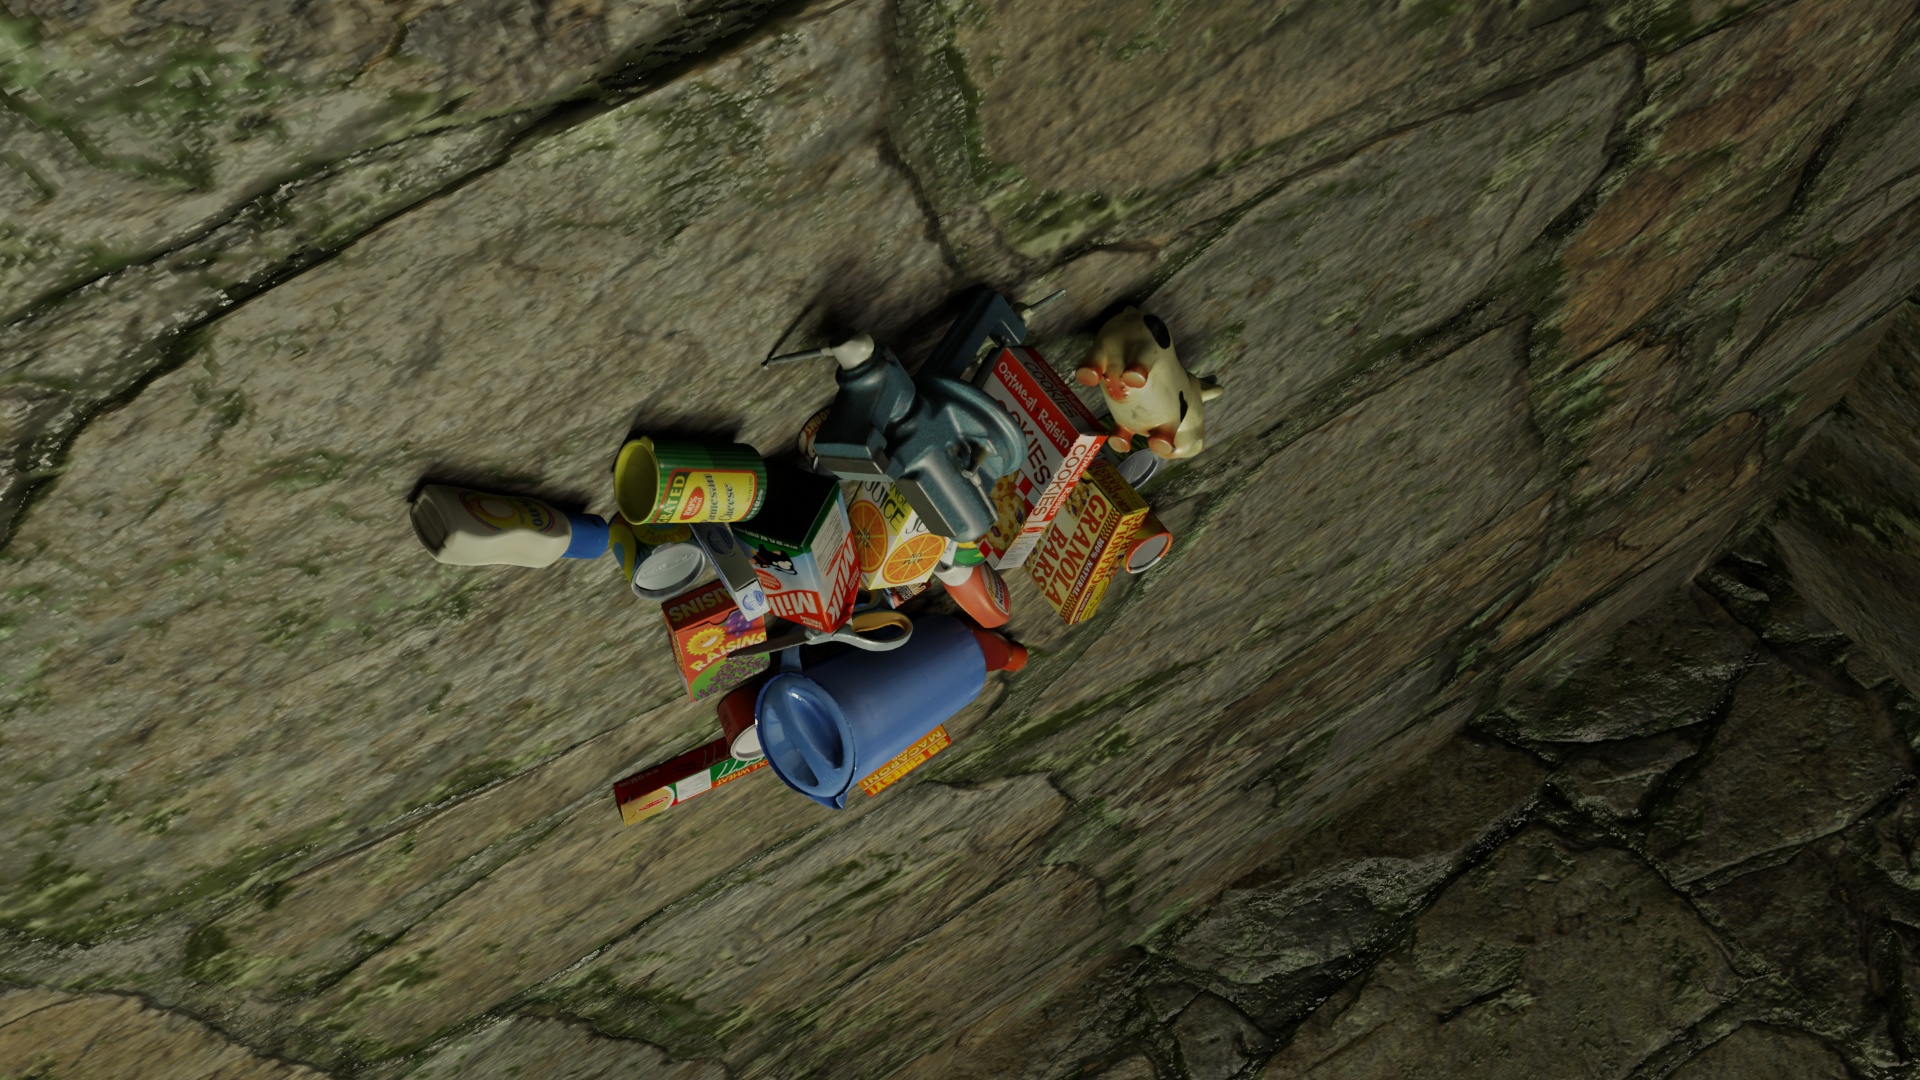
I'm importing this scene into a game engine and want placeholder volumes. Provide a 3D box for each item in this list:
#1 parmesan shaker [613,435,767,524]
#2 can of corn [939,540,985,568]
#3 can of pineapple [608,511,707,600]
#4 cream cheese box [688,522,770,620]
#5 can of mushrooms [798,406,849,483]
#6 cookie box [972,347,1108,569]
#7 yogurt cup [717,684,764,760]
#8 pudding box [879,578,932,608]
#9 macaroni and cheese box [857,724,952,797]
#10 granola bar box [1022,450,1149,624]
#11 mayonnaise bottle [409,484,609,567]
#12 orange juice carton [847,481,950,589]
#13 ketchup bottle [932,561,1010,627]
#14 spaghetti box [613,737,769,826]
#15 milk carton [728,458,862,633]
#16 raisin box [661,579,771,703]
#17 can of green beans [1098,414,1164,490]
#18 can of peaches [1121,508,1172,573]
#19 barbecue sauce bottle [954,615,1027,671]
[{"bbox_3d":[-0.213,-0.049,1.105,0.103,0.071,0.071,-2,135,-44],"label":"parmesan shaker"},{"bbox_3d":[0.005,-0.017,1.368,0.071,0.071,0.058,-18,145,-28],"label":"can of corn"},{"bbox_3d":[-0.251,0.005,1.148,0.071,0.058,0.070,-26,148,-18],"label":"can of pineapple"},{"bbox_3d":[-0.197,0.015,1.170,0.024,0.104,0.053,-30,150,-13],"label":"cream cheese box"},{"bbox_3d":[-0.105,-0.085,1.197,0.071,0.033,0.070,-25,148,-17],"label":"can of mushrooms"},{"bbox_3d":[0.050,-0.076,1.275,0.040,0.123,0.166,-4,137,-43],"label":"cookie box"},{"bbox_3d":[-0.216,0.187,1.437,0.072,0.054,0.072,-25,148,-17],"label":"yogurt cup"},{"bbox_3d":[-0.061,0.028,1.398,0.050,0.030,0.083,-29,149,-10],"label":"pudding box"},{"bbox_3d":[-0.088,0.229,1.639,0.124,0.040,0.166,-34,149,-5],"label":"macaroni and cheese box"},{"bbox_3d":[0.116,-0.014,1.427,0.039,0.124,0.164,-15,143,-33],"label":"granola bar box"},{"bbox_3d":[-0.334,-0.008,1.047,0.148,0.065,0.041,6,126,-54],"label":"mayonnaise bottle"},{"bbox_3d":[-0.038,-0.048,1.277,0.073,0.072,0.191,-7,139,-41],"label":"orange juice carton"},{"bbox_3d":[0.009,0.042,1.452,0.043,0.065,0.148,-19,154,15],"label":"ketchup bottle"},{"bbox_3d":[-0.249,0.236,1.496,0.251,0.029,0.049,-21,146,-24],"label":"spaghetti box"},{"bbox_3d":[-0.141,0.019,1.239,0.189,0.072,0.074,81,30,-56],"label":"milk carton"},{"bbox_3d":[-0.229,0.092,1.309,0.086,0.040,0.122,-23,147,-19],"label":"raisin box"},{"bbox_3d":[0.164,-0.090,1.436,0.071,0.058,0.071,-25,148,-17],"label":"can of green beans"},{"bbox_3d":[0.200,-0.006,1.587,0.071,0.058,0.071,-26,148,-17],"label":"can of peaches"},{"bbox_3d":[0.027,0.126,1.609,0.064,0.044,0.148,-46,149,16],"label":"barbecue sauce bottle"}]
